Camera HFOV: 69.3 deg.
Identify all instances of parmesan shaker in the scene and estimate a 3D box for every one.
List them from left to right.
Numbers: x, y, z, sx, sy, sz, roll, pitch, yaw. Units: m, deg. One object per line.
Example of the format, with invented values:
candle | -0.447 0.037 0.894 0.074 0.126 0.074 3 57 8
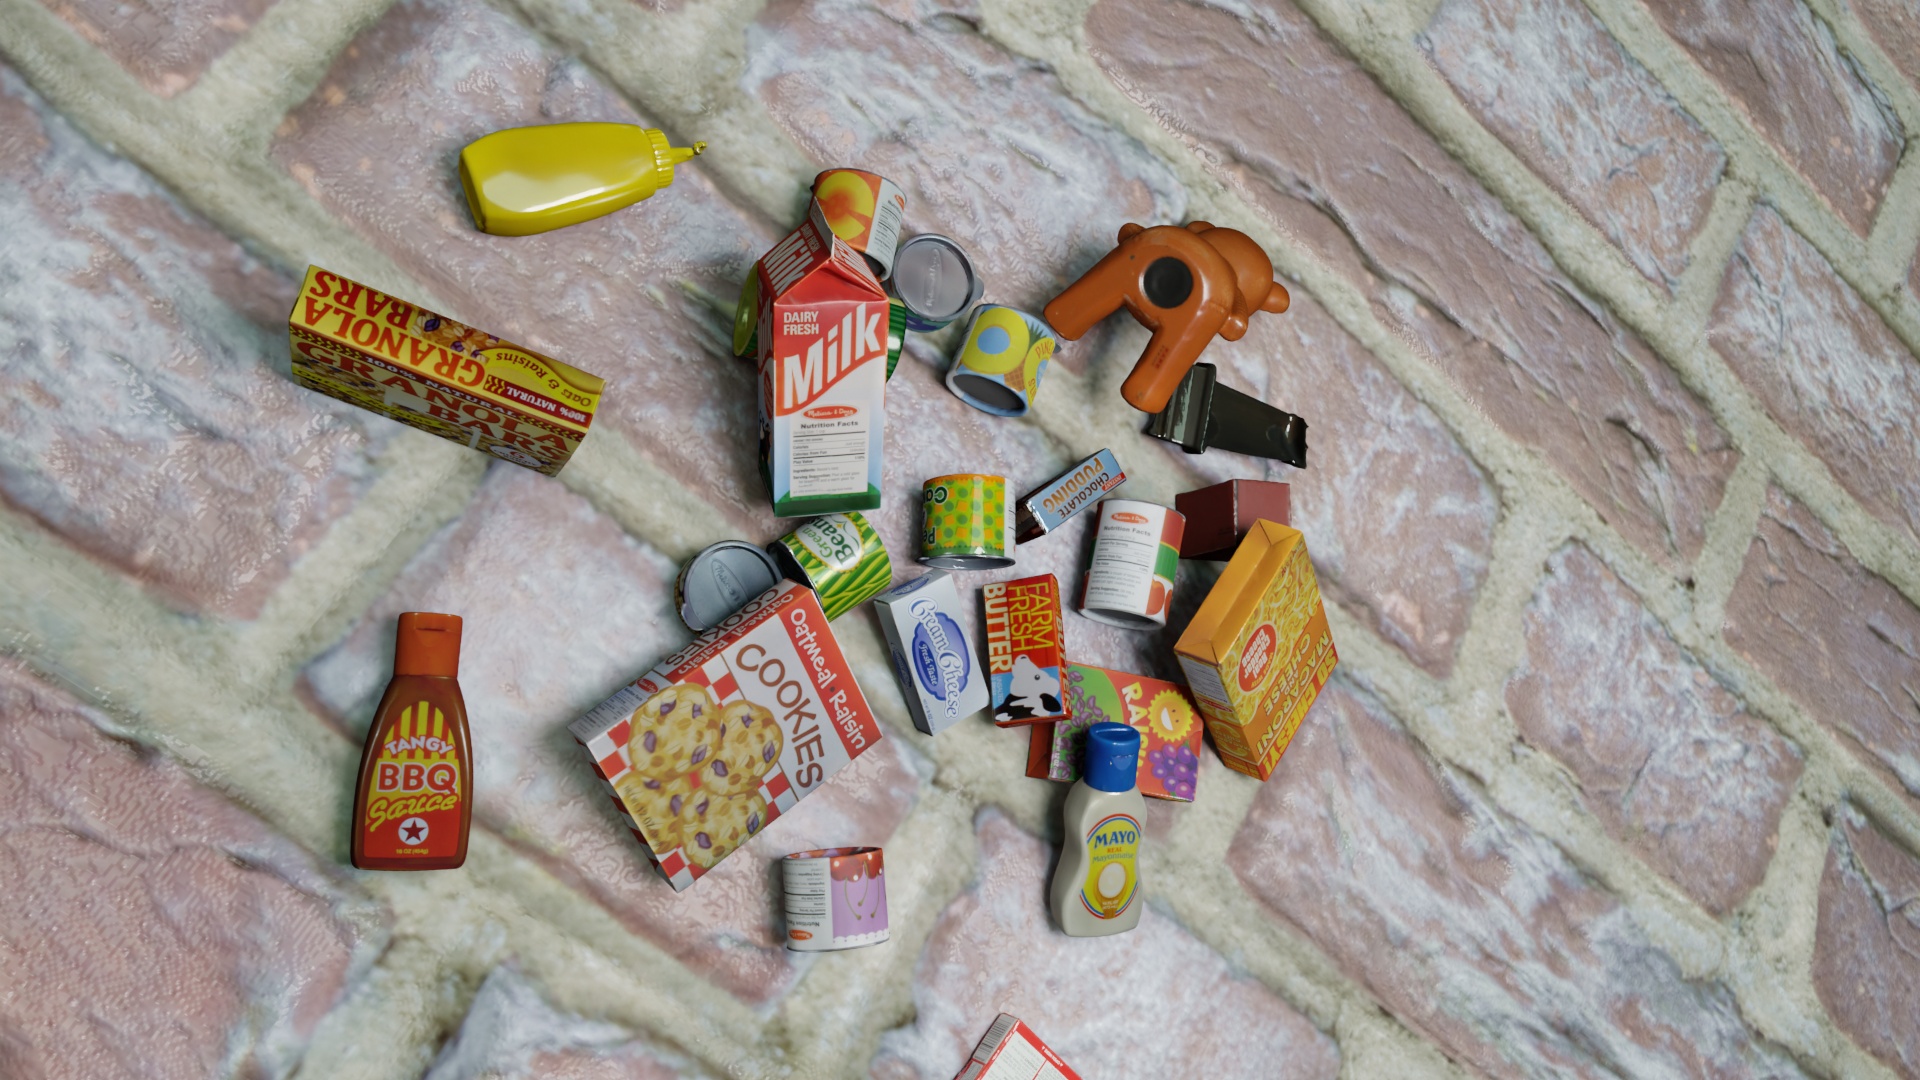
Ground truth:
parmesan shaker | -0.095 -0.146 0.946 0.103 0.071 0.071 13 77 -22

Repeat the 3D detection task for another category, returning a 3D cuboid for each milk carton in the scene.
milk carton | -0.089 -0.115 0.884 0.073 0.072 0.189 -5 123 -15

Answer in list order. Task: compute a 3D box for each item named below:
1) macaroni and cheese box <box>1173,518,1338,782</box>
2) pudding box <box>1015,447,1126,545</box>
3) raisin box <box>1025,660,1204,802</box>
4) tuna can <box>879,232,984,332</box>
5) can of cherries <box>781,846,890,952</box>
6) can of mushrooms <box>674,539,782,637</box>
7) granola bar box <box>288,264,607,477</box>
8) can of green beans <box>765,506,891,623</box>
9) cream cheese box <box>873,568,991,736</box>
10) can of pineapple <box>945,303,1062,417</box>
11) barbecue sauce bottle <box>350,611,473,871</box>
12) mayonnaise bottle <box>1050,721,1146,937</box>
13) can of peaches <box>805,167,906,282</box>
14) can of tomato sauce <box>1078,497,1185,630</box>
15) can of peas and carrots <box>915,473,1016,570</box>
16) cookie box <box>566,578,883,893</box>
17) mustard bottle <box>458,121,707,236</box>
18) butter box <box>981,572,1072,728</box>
macaroni and cheese box | 0.220 0.083 1.018 0.124 0.040 0.165 -53 140 -21
pudding box | 0.074 -0.032 1.015 0.084 0.049 0.030 -33 94 -26
raisin box | 0.115 0.139 1.010 0.123 0.040 0.086 14 75 -22
tuna can | -0.021 -0.186 1.007 0.071 0.032 0.071 4 80 -23
can of cherries | -0.079 0.230 0.895 0.071 0.071 0.058 -2 81 -24
can of mushrooms | -0.154 0.035 0.911 0.071 0.033 0.071 4 80 -24
granola bar box | -0.303 -0.093 0.816 0.165 0.124 0.039 21 73 -19
can of green beans | -0.087 0.017 0.925 0.058 0.071 0.071 -32 95 -25
cream cheese box | -0.018 0.076 0.955 0.053 0.024 0.103 -27 110 -27
can of pineapple | 0.031 -0.129 1.002 0.071 0.071 0.058 27 73 -18
barbecue sauce bottle | -0.319 0.118 0.818 0.065 0.043 0.148 6 79 -22
mayonnaise bottle | 0.099 0.200 0.962 0.065 0.041 0.147 -1 107 -18
can of peaches | -0.078 -0.219 0.972 0.071 0.071 0.058 15 76 -21
can of tomato sauce | 0.127 0.019 1.022 0.071 0.071 0.083 17 75 -21
can of peas and carrots | 0.003 -0.012 0.972 0.071 0.071 0.059 5 79 -23
cookie box | -0.143 0.120 0.876 0.168 0.040 0.122 -36 119 -25
mustard bottle | -0.241 -0.242 0.910 0.161 0.048 0.065 -18 89 -26
butter box | 0.047 0.077 0.977 0.053 0.024 0.104 -9 73 15
